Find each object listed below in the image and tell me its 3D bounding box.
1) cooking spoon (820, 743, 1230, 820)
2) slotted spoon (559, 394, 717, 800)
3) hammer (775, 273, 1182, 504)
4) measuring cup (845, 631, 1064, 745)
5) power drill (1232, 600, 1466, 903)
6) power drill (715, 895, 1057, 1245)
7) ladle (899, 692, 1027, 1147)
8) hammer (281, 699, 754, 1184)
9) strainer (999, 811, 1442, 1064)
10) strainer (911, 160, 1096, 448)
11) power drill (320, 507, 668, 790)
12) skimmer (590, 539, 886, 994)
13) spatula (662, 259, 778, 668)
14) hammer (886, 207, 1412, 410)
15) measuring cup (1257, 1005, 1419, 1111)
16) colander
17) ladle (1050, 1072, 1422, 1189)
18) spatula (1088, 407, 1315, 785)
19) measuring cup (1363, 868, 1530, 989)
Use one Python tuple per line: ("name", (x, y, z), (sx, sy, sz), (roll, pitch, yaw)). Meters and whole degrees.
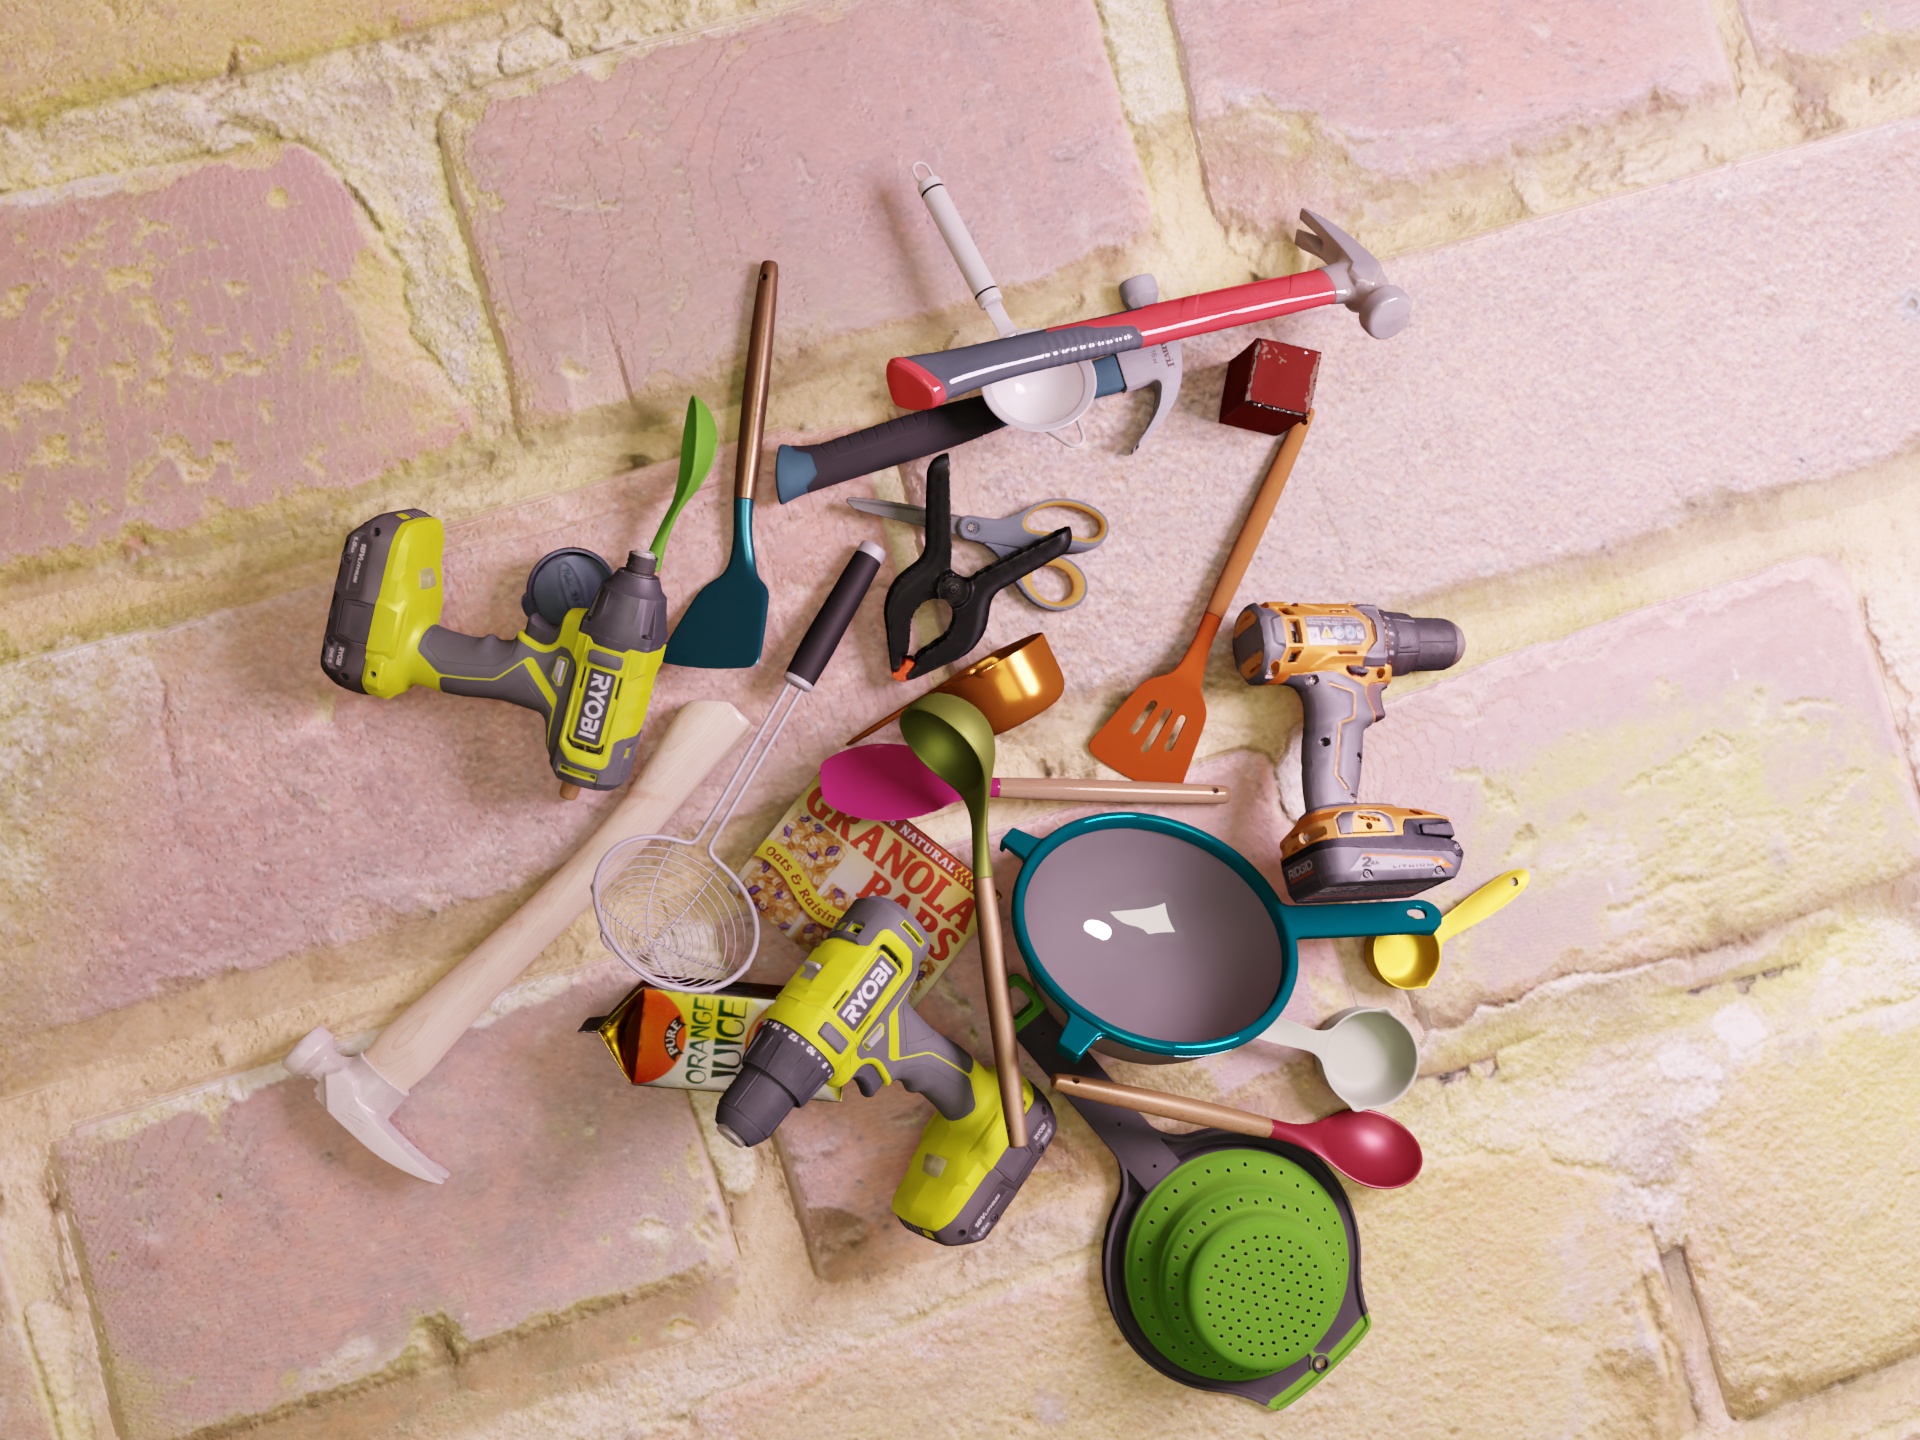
("cooking spoon", (0.053, 0.052, 1.195), (0.318, 0.017, 0.069), (2, 53, -13))
("slotted spoon", (-0.239, -0.088, 1.182), (0.031, 0.070, 0.314), (20, 92, -20))
("hammer", (0.013, -0.234, 1.217), (0.331, 0.033, 0.128), (-18, 89, -6))
("measuring cup", (-0.002, -0.004, 1.193), (0.173, 0.095, 0.052), (-29, 96, 13))
("power drill", (0.310, 0.017, 1.194), (0.185, 0.084, 0.226), (-1, 71, -17))
("power drill", (-0.051, 0.263, 1.115), (0.228, 0.080, 0.190), (51, 62, -24))
("ladle", (0.009, 0.138, 1.114), (0.062, 0.078, 0.320), (-3, 81, -29))
("hammer", (-0.299, 0.149, 1.173), (0.146, 0.038, 0.410), (44, 85, -4))
("strainer", (0.193, 0.174, 1.184), (0.340, 0.095, 0.211), (0, 47, -17))
("strainer", (0.026, -0.308, 1.187), (0.087, 0.050, 0.258), (-25, 83, -11))
("power drill", (-0.323, -0.064, 1.129), (0.223, 0.080, 0.171), (18, 103, 3))
("skimmer", (-0.138, 0.022, 1.141), (0.127, 0.090, 0.363), (32, 76, -15))
("spatula", (-0.163, -0.193, 1.193), (0.082, 0.044, 0.317), (4, 86, 22))
("hammer", (0.126, -0.295, 1.159), (0.386, 0.038, 0.143), (-16, 49, -15))
("measuring cup", (0.268, 0.245, 1.225), (0.167, 0.038, 0.083), (17, 87, -3))
("colander", (0.161, 0.351, 1.181), (0.204, 0.094, 0.397), (-40, 92, -5))
("ladle", (0.207, 0.298, 1.179), (0.315, 0.069, 0.031), (17, 130, -20))
("spatula", (0.203, -0.101, 1.237), (0.081, 0.041, 0.323), (27, 82, -6))
("measuring cup", (0.382, 0.158, 1.249), (0.156, 0.029, 0.062), (-28, 89, -17))
